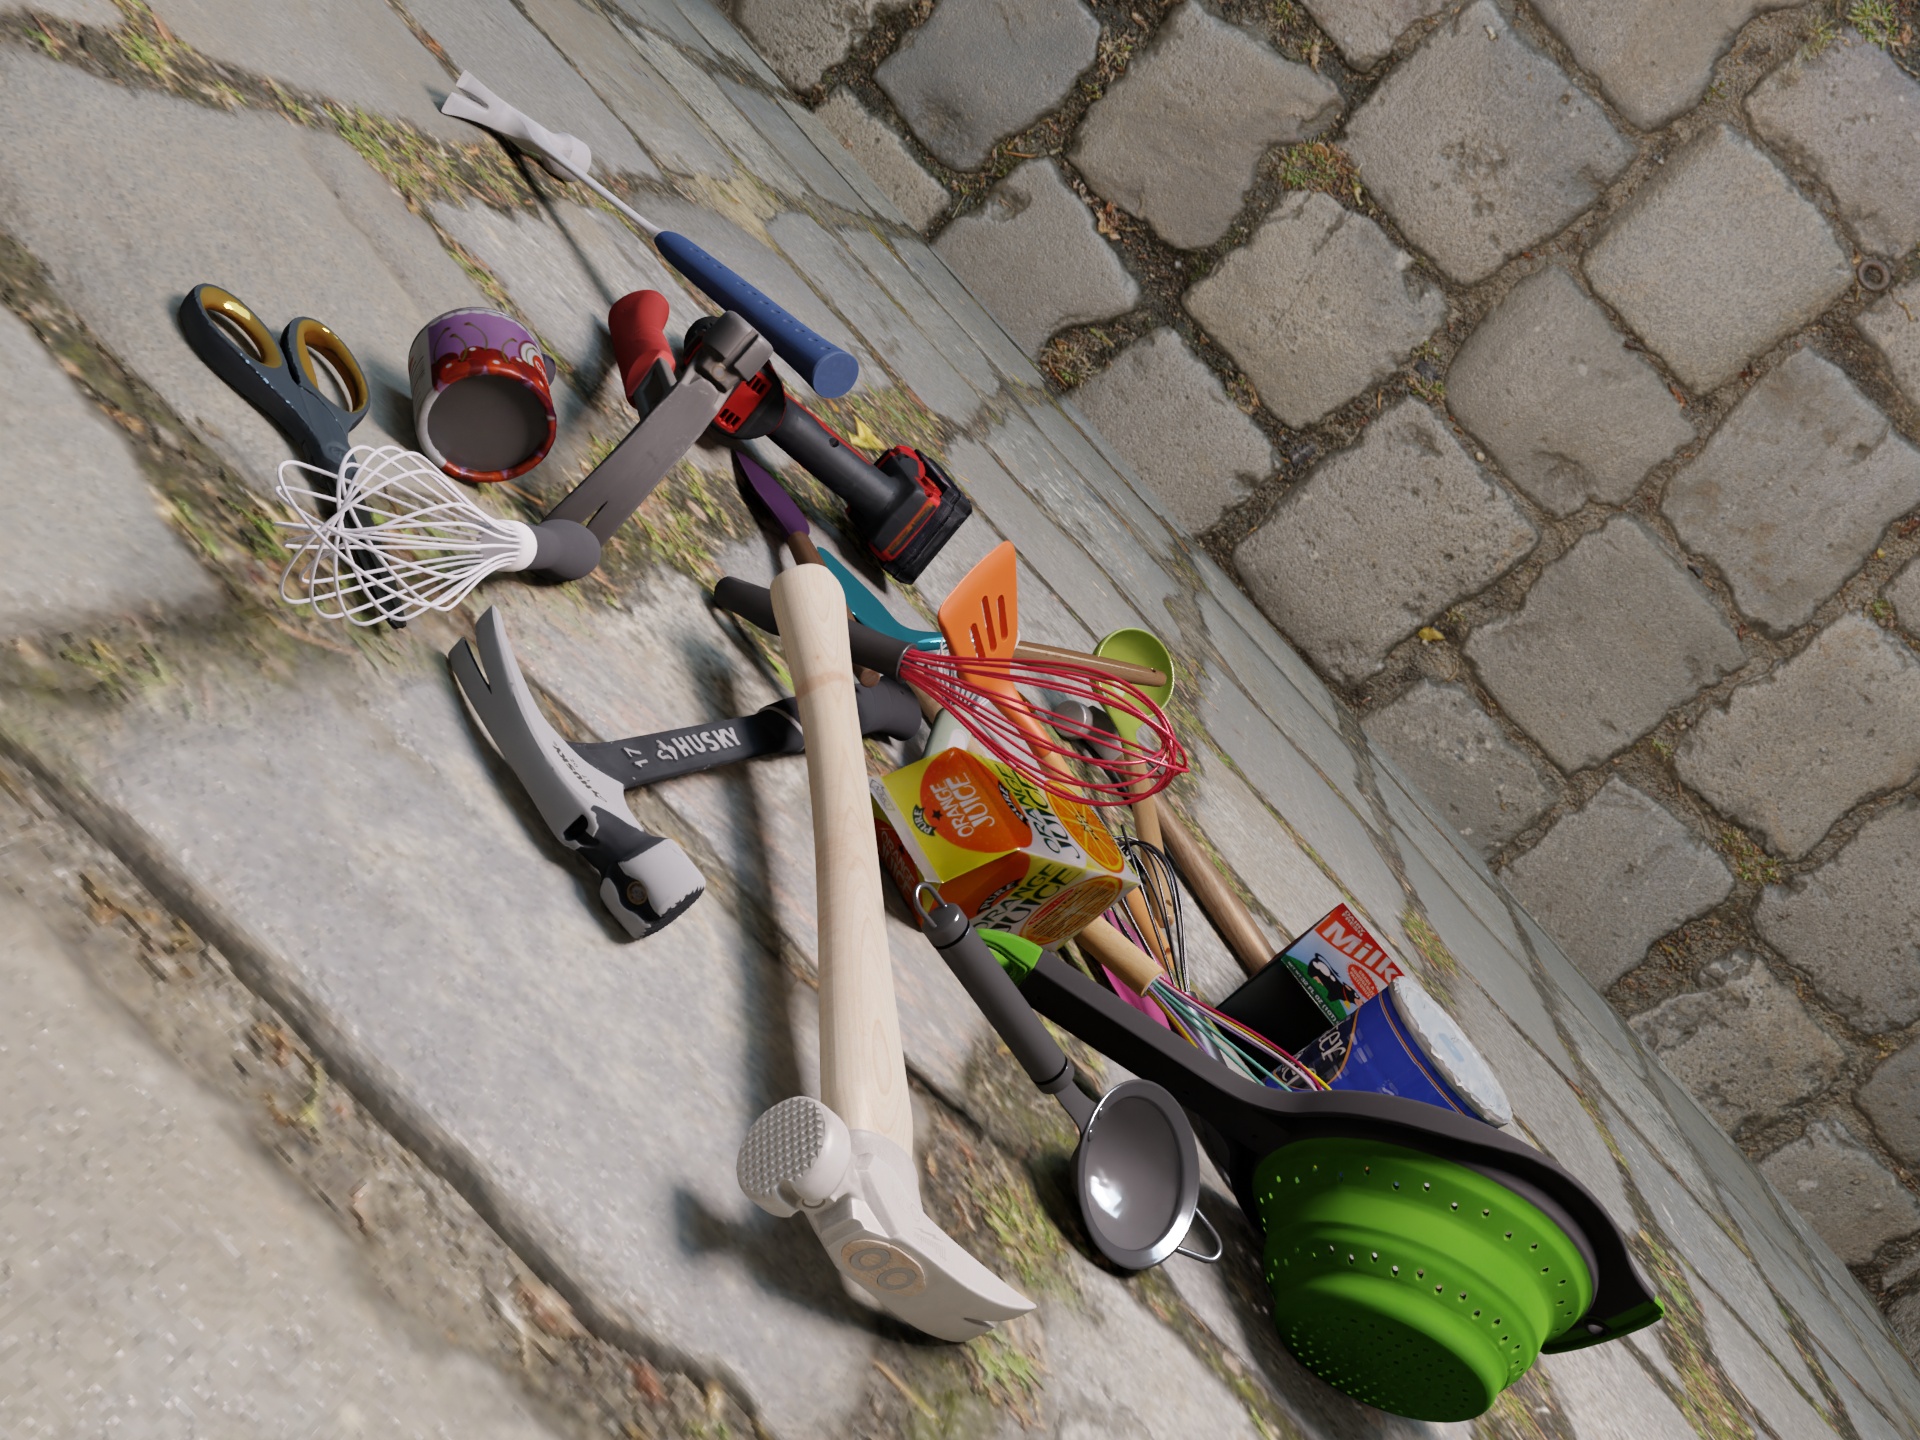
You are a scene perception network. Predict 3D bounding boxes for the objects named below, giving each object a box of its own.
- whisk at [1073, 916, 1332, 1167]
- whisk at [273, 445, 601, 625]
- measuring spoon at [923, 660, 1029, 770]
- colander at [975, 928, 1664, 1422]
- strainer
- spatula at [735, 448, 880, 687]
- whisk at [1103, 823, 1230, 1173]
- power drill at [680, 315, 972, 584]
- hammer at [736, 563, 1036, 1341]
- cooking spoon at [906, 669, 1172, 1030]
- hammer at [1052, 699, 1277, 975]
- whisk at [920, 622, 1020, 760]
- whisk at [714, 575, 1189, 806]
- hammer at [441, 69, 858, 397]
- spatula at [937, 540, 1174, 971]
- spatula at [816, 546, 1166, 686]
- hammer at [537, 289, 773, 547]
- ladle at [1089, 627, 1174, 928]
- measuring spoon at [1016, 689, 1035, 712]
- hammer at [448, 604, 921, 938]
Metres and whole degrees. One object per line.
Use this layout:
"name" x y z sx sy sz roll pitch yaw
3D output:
"whisk" 0.126 0.169 0.925 0.245 0.047 0.051 39 0 26
"whisk" -0.202 -0.075 0.663 0.070 0.070 0.284 48 6 -1
"measuring spoon" 0.009 0.004 1.121 0.124 0.018 0.034 45 14 -33
"colander" 0.156 0.244 0.811 0.397 0.204 0.094 32 52 1
"strainer" 0.045 0.164 0.725 0.258 0.050 0.087 57 48 -27
"spatula" -0.098 -0.104 1.032 0.059 0.018 0.316 37 13 -34
"whisk" 0.134 0.170 0.967 0.055 0.055 0.239 25 39 -53
"power drill" -0.112 -0.214 1.183 0.226 0.080 0.188 35 12 -28
"hammer" -0.046 0.066 0.705 0.146 0.038 0.411 50 18 -36
"cooking spoon" 0.049 0.081 1.033 0.319 0.017 0.068 54 28 17
"hammer" 0.193 0.121 1.281 0.332 0.031 0.130 57 19 25
"whisk" -0.002 -0.003 1.009 0.246 0.059 0.057 -72 142 -58
"whisk" -0.012 -0.024 0.864 0.296 0.073 0.073 22 8 21
"hammer" -0.220 -0.348 1.137 0.406 0.035 0.144 42 14 27
"spatula" 0.071 0.039 1.018 0.081 0.041 0.322 -47 117 -35
"spatula" 0.033 -0.061 1.173 0.317 0.044 0.082 9 34 -33
"hammer" -0.193 -0.203 0.950 0.036 0.149 0.359 41 7 -25
"ladle" 0.143 0.036 1.212 0.078 0.062 0.320 29 30 -21
"measuring spoon" 0.029 -0.022 1.233 0.116 0.011 0.021 27 28 -58
"hammer" -0.103 0.003 0.804 0.149 0.036 0.409 50 16 7
